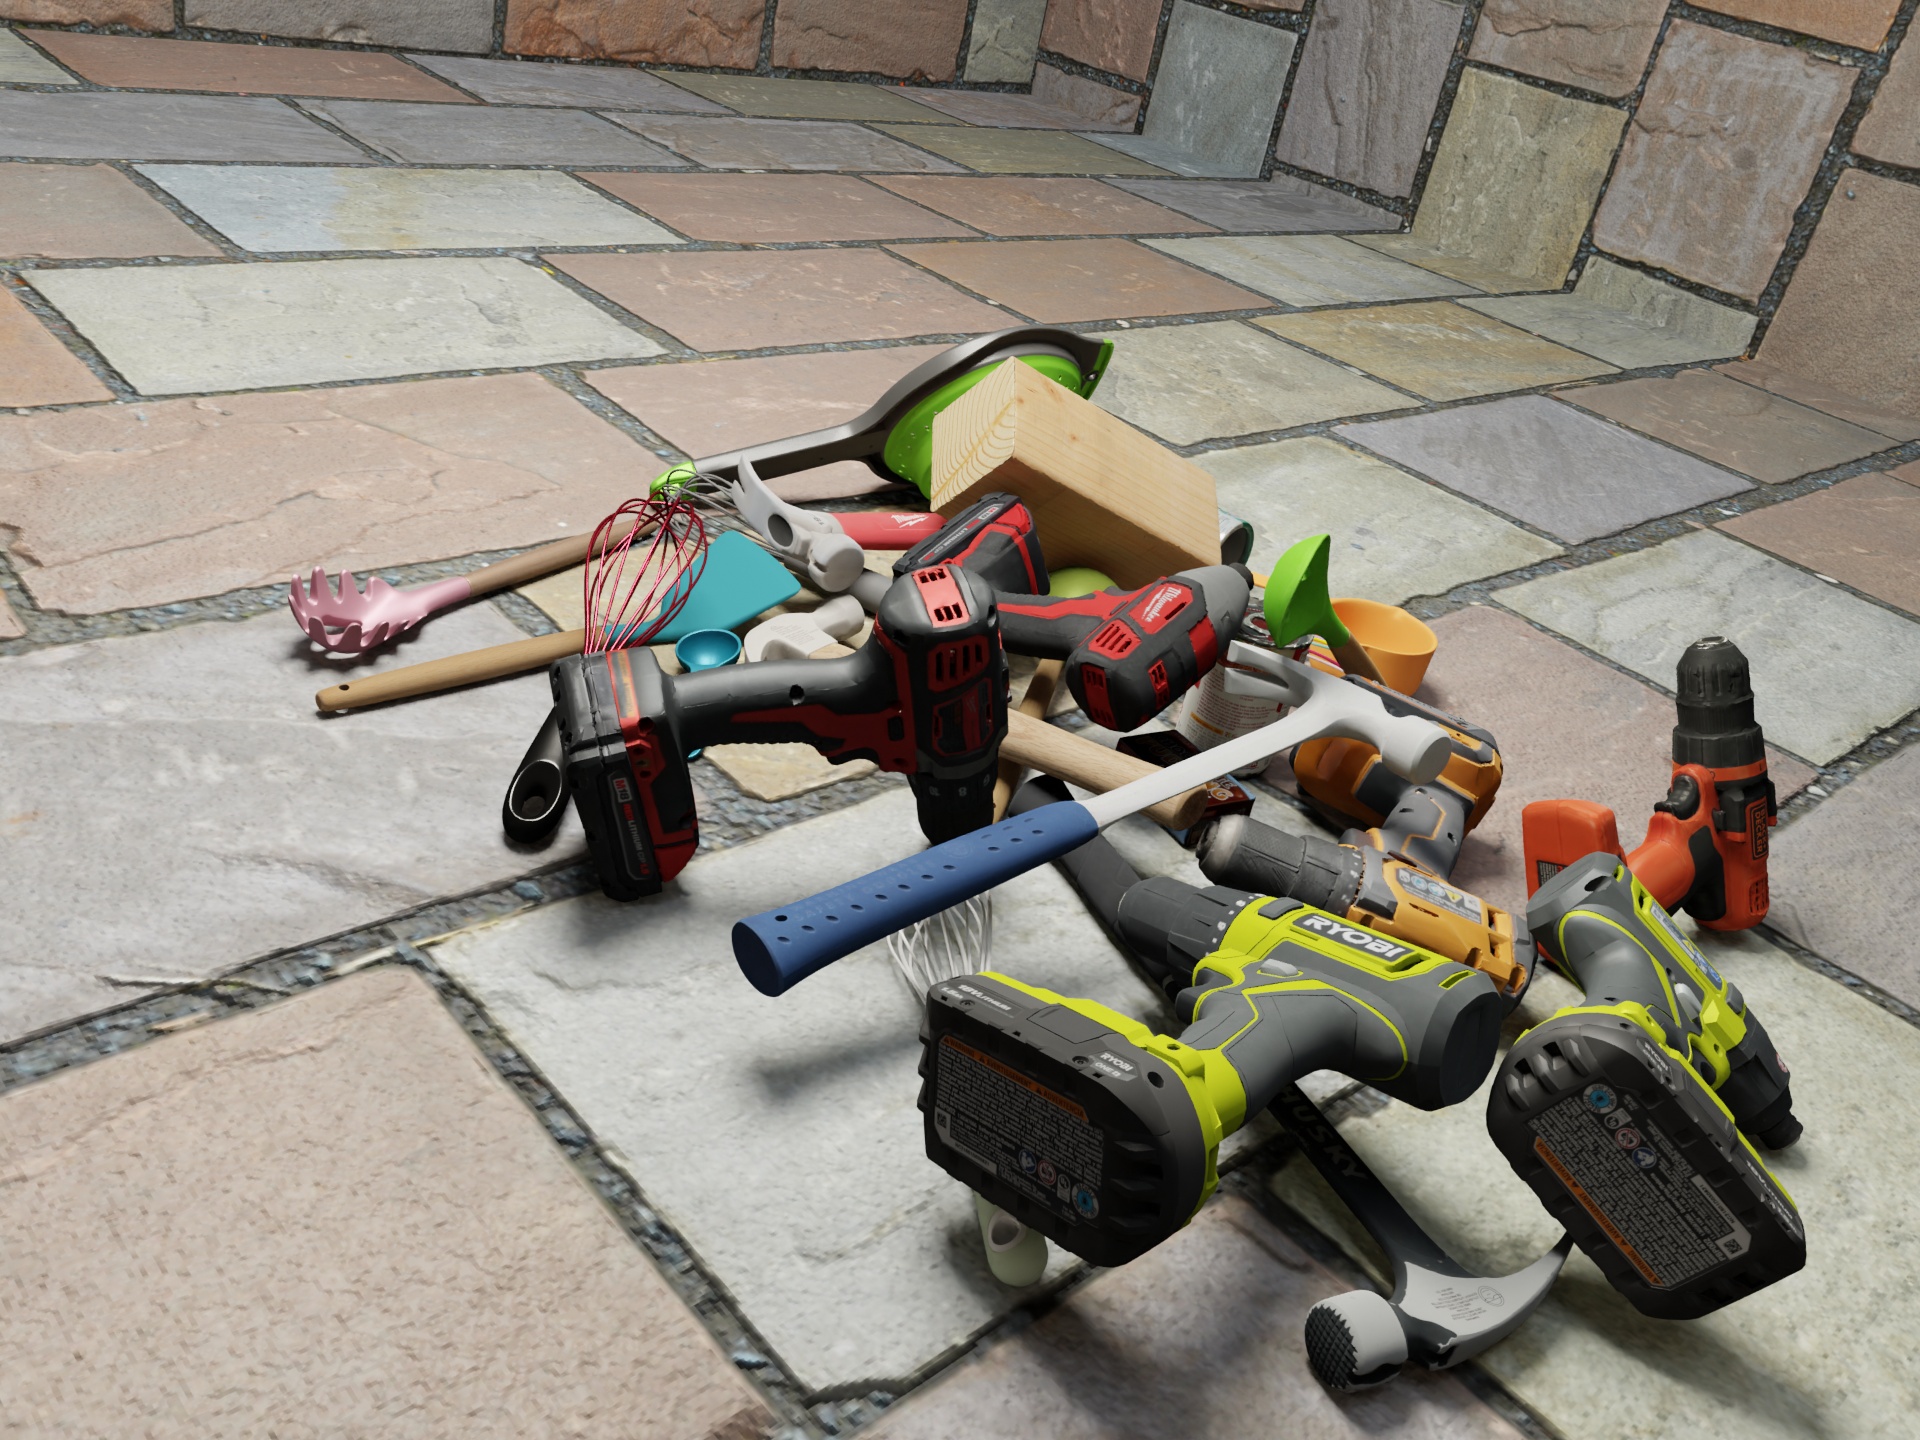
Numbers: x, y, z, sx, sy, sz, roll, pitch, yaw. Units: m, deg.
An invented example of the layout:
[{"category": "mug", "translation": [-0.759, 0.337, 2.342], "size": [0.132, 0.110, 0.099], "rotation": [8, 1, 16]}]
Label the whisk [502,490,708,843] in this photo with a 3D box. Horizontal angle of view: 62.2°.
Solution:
[{"category": "whisk", "translation": [-0.208, -0.041, 0.927], "size": [0.073, 0.073, 0.296], "rotation": [12, 44, -1]}]

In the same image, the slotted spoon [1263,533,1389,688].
[{"category": "slotted spoon", "translation": [0.245, -0.043, 1.016], "size": [0.031, 0.070, 0.313], "rotation": [25, -4, 31]}]

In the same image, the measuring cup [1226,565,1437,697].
[{"category": "measuring cup", "translation": [0.271, -0.066, 1.206], "size": [0.174, 0.052, 0.095], "rotation": [25, 31, 25]}]

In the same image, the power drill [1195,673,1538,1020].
[{"category": "power drill", "translation": [0.232, 0.061, 0.923], "size": [0.185, 0.084, 0.226], "rotation": [23, 33, 0]}]

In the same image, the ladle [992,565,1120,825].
[{"category": "ladle", "translation": [0.053, -0.014, 1.052], "size": [0.078, 0.062, 0.320], "rotation": [14, 36, 8]}]

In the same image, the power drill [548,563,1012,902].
[{"category": "power drill", "translation": [-0.082, 0.021, 0.826], "size": [0.226, 0.187, 0.080], "rotation": [-14, 46, -10]}]

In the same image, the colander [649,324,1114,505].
[{"category": "colander", "translation": [-0.046, -0.200, 1.270], "size": [0.397, 0.204, 0.094], "rotation": [-18, 74, -18]}]

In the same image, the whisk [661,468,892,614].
[{"category": "whisk", "translation": [-0.120, -0.123, 1.158], "size": [0.239, 0.055, 0.055], "rotation": [26, 32, 16]}]

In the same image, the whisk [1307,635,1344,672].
[{"category": "whisk", "translation": [0.207, -0.071, 1.190], "size": [0.051, 0.047, 0.245], "rotation": [-45, 47, -11]}]

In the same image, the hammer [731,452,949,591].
[{"category": "hammer", "translation": [0.013, -0.151, 1.219], "size": [0.386, 0.038, 0.143], "rotation": [-5, 37, -41]}]

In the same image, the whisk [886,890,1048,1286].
[{"category": "whisk", "translation": [0.005, 0.152, 0.731], "size": [0.058, 0.059, 0.247], "rotation": [-26, 36, 8]}]

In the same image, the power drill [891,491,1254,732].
[{"category": "power drill", "translation": [0.074, -0.074, 1.014], "size": [0.143, 0.078, 0.220], "rotation": [-39, 40, -28]}]

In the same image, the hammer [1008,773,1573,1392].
[{"category": "hammer", "translation": [0.132, 0.146, 0.797], "size": [0.149, 0.036, 0.409], "rotation": [-3, 32, -27]}]

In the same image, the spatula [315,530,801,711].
[{"category": "spatula", "translation": [-0.246, -0.057, 0.992], "size": [0.317, 0.044, 0.082], "rotation": [-19, 48, -42]}]

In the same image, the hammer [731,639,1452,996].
[{"category": "hammer", "translation": [0.066, 0.045, 0.812], "size": [0.405, 0.035, 0.144], "rotation": [-20, 36, -32]}]

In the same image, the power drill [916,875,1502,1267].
[{"category": "power drill", "translation": [0.093, 0.130, 0.682], "size": [0.228, 0.080, 0.191], "rotation": [-13, 23, -42]}]

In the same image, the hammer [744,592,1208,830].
[{"category": "hammer", "translation": [-0.002, -0.003, 0.962], "size": [0.331, 0.031, 0.130], "rotation": [22, 35, 33]}]

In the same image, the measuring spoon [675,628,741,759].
[{"category": "measuring spoon", "translation": [-0.160, -0.012, 0.982], "size": [0.042, 0.021, 0.129], "rotation": [0, 39, 0]}]

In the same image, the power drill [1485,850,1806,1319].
[{"category": "power drill", "translation": [0.332, 0.169, 0.748], "size": [0.171, 0.080, 0.223], "rotation": [50, 30, 6]}]

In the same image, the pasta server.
[{"category": "pasta server", "translation": [-0.307, -0.101, 1.052], "size": [0.060, 0.040, 0.316], "rotation": [37, 34, 15]}]
